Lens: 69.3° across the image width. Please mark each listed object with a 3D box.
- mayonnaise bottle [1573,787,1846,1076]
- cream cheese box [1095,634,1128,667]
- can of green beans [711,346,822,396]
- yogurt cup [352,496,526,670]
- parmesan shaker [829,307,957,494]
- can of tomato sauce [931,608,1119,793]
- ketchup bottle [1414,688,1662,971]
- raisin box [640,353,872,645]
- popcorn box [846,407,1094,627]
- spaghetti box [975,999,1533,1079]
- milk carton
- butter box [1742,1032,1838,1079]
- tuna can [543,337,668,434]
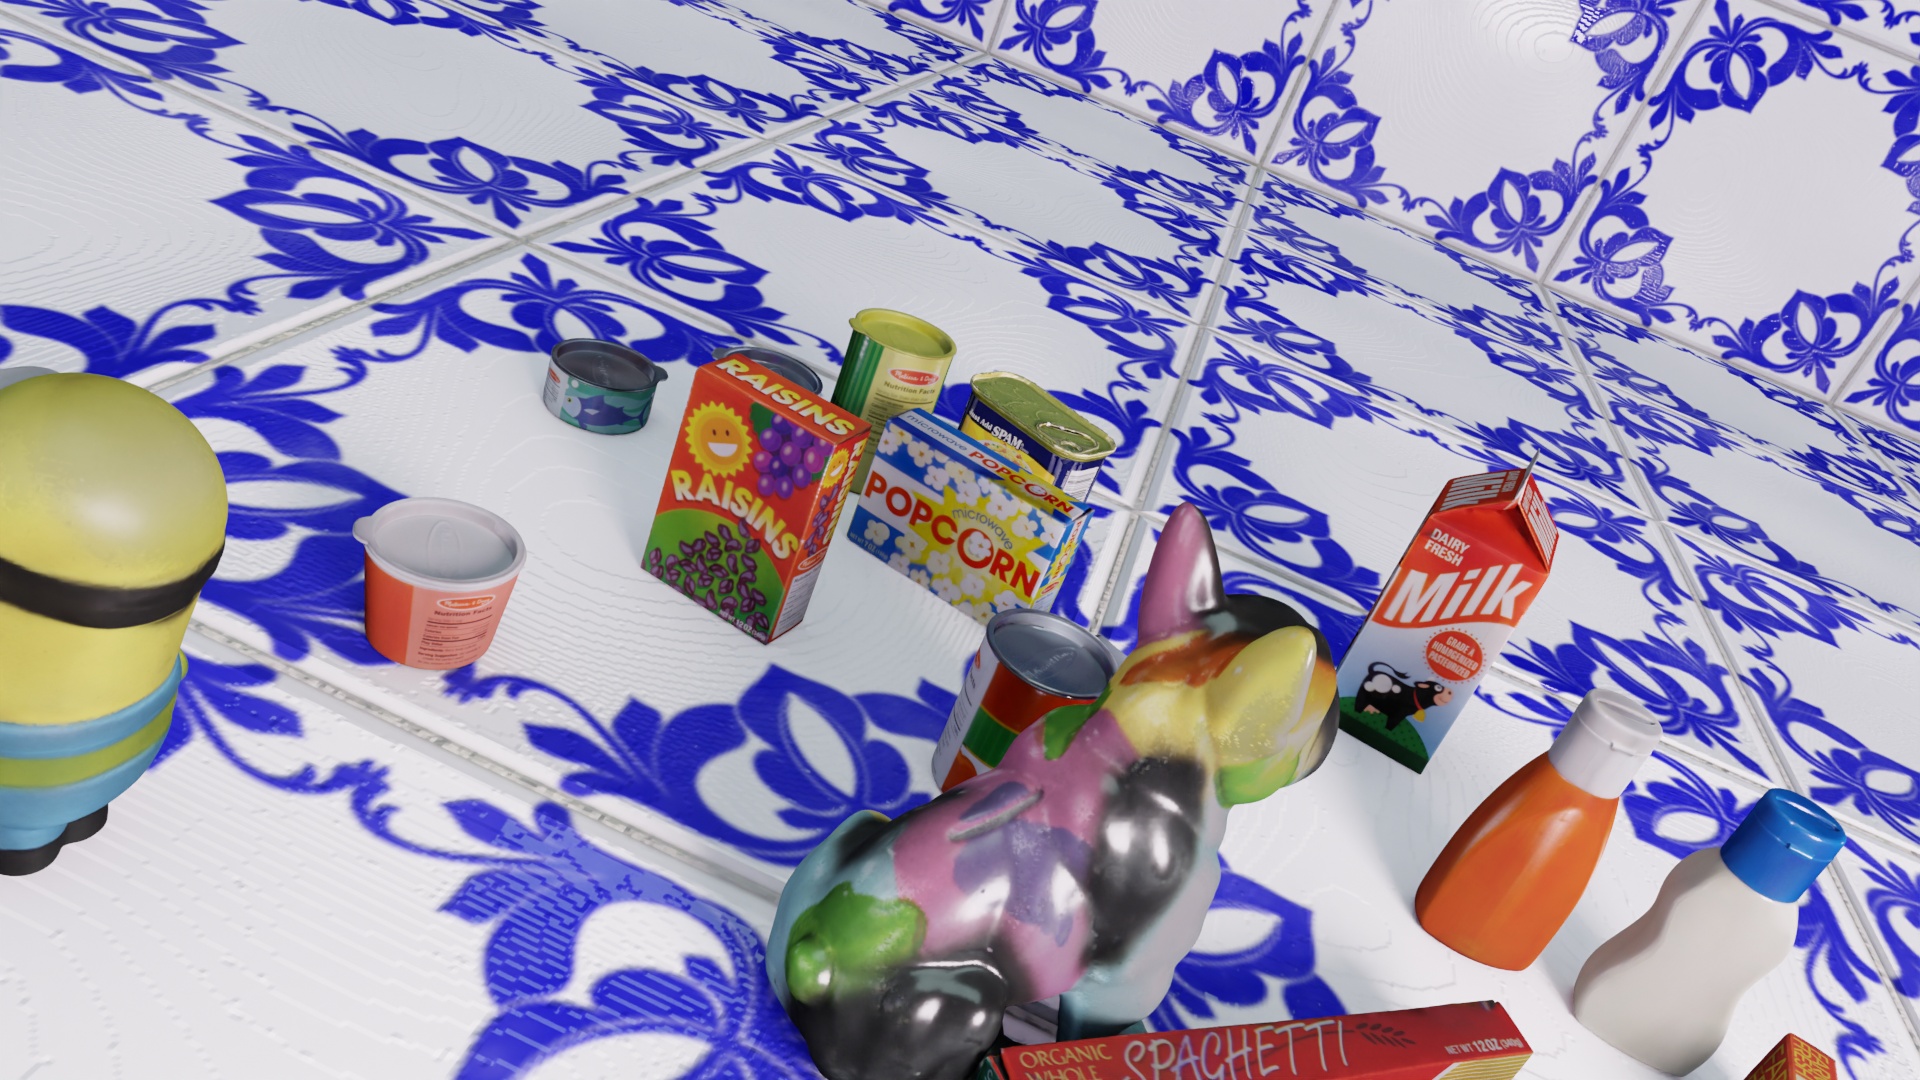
[{"bbox_3d":[0.351,0.181,0.648,0.065,0.147,0.041,28,28,12],"label":"mayonnaise bottle"},{"bbox_3d":[0.092,0.100,0.709,0.104,0.053,0.024,39,32,29],"label":"cream cheese box"},{"bbox_3d":[-0.126,-0.080,0.868,0.071,0.057,0.071,17,28,-9],"label":"can of green beans"},{"bbox_3d":[-0.233,0.021,0.619,0.072,0.053,0.073,17,28,-9],"label":"yogurt cup"},{"bbox_3d":[-0.053,-0.088,0.885,0.071,0.102,0.071,17,28,-9],"label":"parmesan shaker"},{"bbox_3d":[0.031,0.086,0.660,0.071,0.082,0.071,17,28,-9],"label":"can of tomato sauce"},{"bbox_3d":[0.282,0.140,0.671,0.065,0.148,0.044,23,27,2],"label":"ketchup bottle"},{"bbox_3d":[-0.106,-0.021,0.709,0.086,0.122,0.040,30,29,15],"label":"raisin box"},{"bbox_3d":[0.003,-0.010,0.806,0.127,0.084,0.038,32,29,18],"label":"popcorn box"},{"bbox_3d":[0.115,0.211,0.533,0.250,0.050,0.029,5,32,-28],"label":"spaghetti box"},{"bbox_3d":[0.289,0.035,0.817,0.073,0.189,0.072,30,29,15],"label":"milk carton"},{"bbox_3d":[0.359,0.266,0.605,0.024,0.053,0.104,31,29,16],"label":"butter box"},{"bbox_3d":[-0.219,-0.095,0.854,0.071,0.032,0.071,17,28,-9],"label":"tuna can"}]
